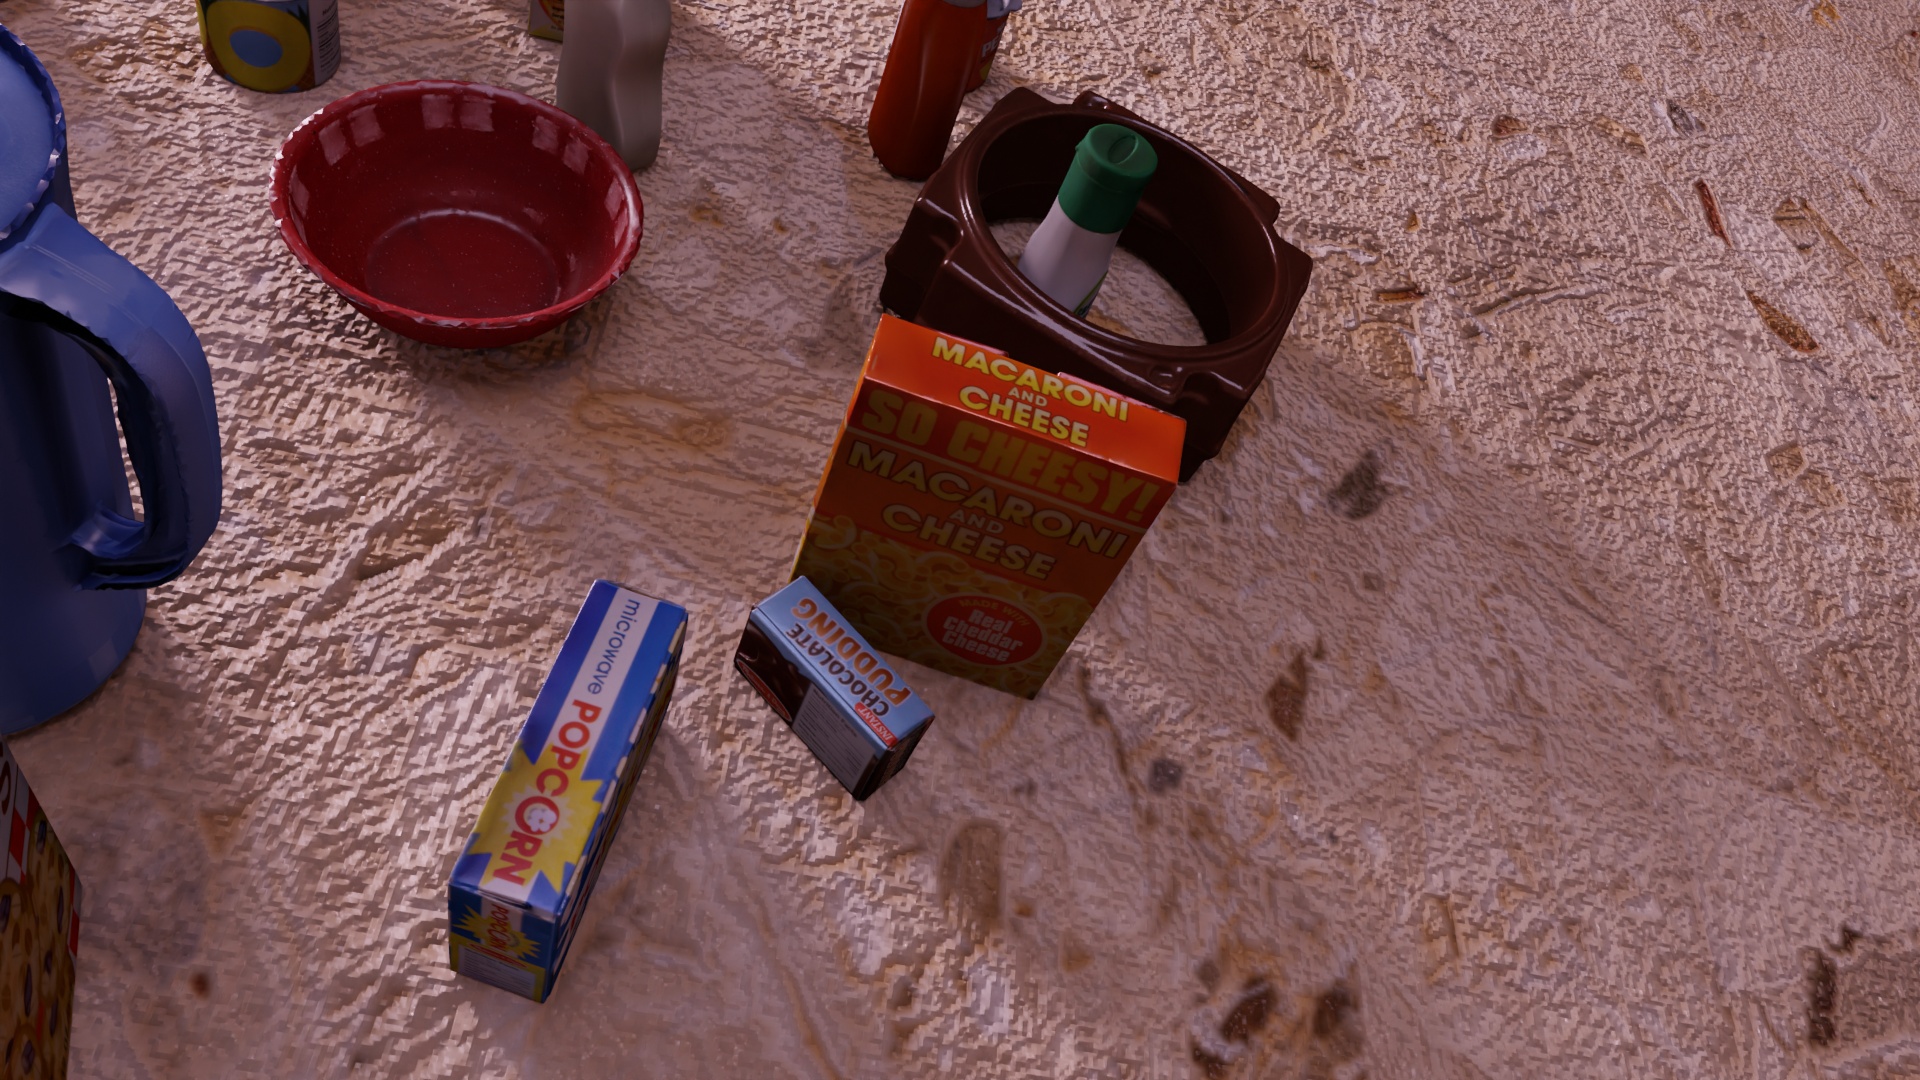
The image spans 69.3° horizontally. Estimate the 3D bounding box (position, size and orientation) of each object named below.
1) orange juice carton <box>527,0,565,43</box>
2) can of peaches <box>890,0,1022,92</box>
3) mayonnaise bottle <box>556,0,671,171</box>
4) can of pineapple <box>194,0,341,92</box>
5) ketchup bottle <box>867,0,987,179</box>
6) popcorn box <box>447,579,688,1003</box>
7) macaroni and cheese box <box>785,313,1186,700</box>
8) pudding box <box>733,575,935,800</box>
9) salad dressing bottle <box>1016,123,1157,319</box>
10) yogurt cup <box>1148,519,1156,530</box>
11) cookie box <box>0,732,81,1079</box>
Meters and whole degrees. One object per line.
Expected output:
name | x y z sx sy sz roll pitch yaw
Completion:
orange juice carton | -0.187 -0.364 0.745 0.073 0.191 0.072 8 53 -14
can of peaches | -0.004 -0.323 0.869 0.071 0.057 0.071 10 53 -13
mayonnaise bottle | -0.174 -0.260 0.703 0.041 0.147 0.065 -30 70 -34
can of pineapple | -0.353 -0.271 0.703 0.071 0.057 0.071 10 53 -13
ketchup bottle | -0.014 -0.276 0.773 0.043 0.148 0.065 -3 57 -22
popcorn box | -0.140 0.089 0.500 0.038 0.084 0.127 20 51 -5
macaroni and cheese box | 0.002 -0.007 0.570 0.124 0.165 0.040 19 51 -7
pudding box | -0.054 0.061 0.574 0.084 0.049 0.030 45 53 14
salad dressing bottle | 0.054 -0.140 0.698 0.044 0.146 0.064 33 51 5
yogurt cup | 0.055 -0.013 0.666 0.072 0.053 0.073 10 53 -13
cookie box | -0.279 0.121 0.372 0.040 0.166 0.123 -2 56 -22
